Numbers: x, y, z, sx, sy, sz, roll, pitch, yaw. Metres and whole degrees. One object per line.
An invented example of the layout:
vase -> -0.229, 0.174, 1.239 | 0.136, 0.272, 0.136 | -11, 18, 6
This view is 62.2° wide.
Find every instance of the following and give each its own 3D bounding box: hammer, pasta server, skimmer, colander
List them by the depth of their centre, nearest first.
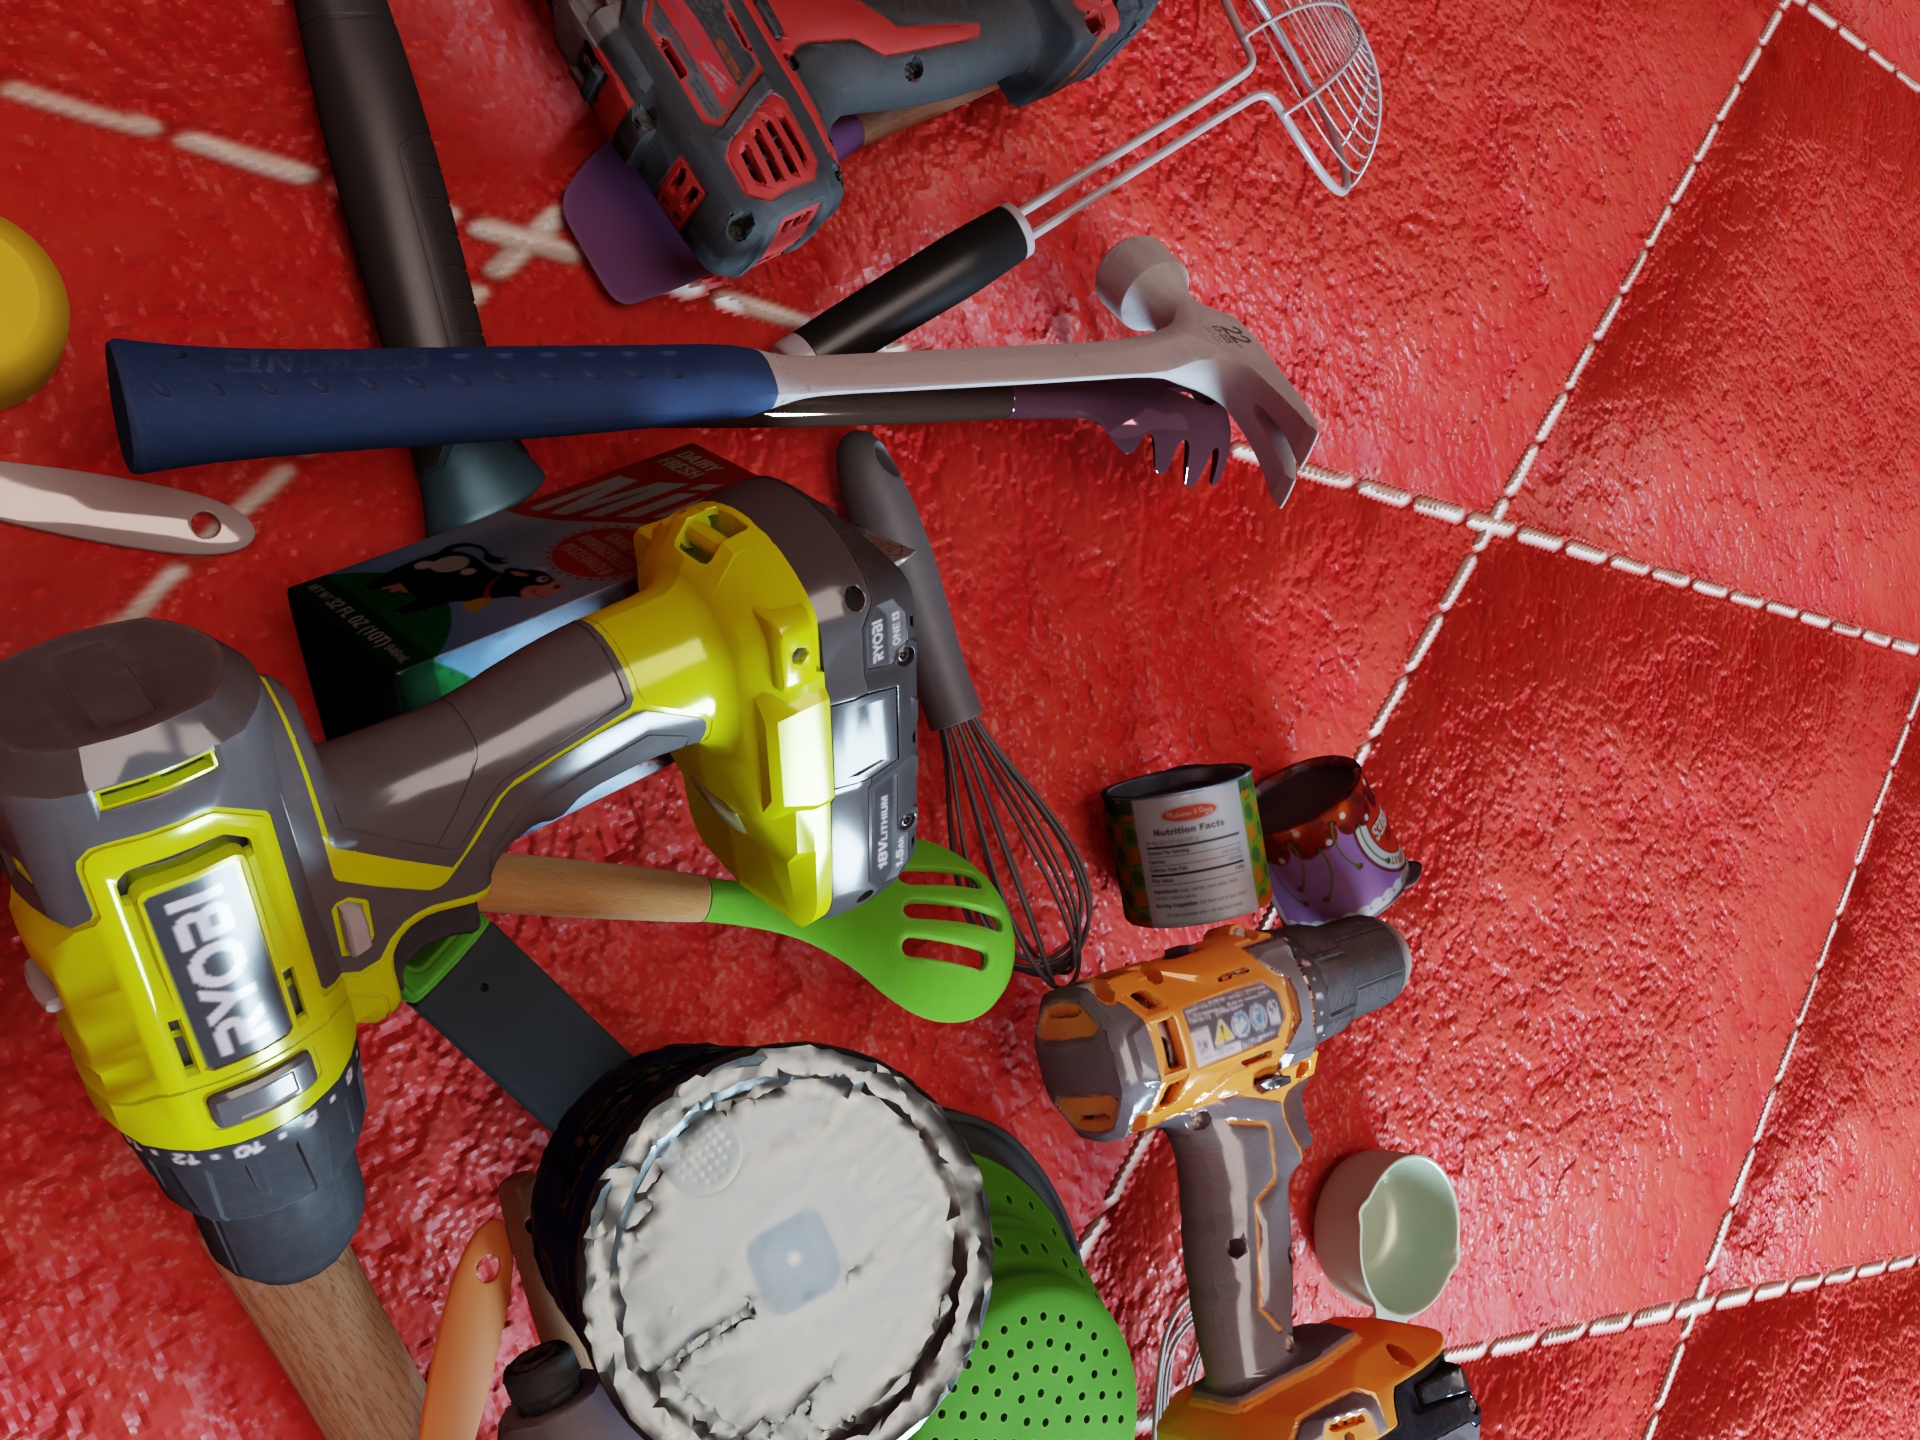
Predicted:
hammer -> -0.195, -0.222, 0.509 | 0.128, 0.033, 0.331 | -19, 98, -37
hammer -> -0.148, 0.288, 0.514 | 0.130, 0.031, 0.331 | -31, 105, -33
hammer -> -0.054, -0.112, 0.531 | 0.405, 0.035, 0.144 | -11, 49, -31
colander -> -0.051, 0.193, 0.552 | 0.396, 0.094, 0.204 | 51, 61, -23
pasta server -> -0.008, -0.120, 0.626 | 0.316, 0.040, 0.060 | -9, 52, -35
skimmer -> 0.056, -0.232, 0.699 | 0.363, 0.090, 0.127 | -37, 102, -21

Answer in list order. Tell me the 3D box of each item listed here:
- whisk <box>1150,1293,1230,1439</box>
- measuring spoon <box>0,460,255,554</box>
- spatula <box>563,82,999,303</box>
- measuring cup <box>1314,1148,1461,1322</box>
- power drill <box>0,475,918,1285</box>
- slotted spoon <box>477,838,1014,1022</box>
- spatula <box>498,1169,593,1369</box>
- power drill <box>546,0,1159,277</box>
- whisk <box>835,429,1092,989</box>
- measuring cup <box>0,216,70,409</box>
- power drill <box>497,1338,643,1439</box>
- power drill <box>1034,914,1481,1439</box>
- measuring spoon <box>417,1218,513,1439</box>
whisk -> 0.086, 0.361, 0.676 | 0.059, 0.057, 0.246 | 20, 77, 2
measuring spoon -> -0.266, -0.066, 0.456 | 0.124, 0.018, 0.034 | 8, 82, -37
spatula -> -0.027, -0.250, 0.645 | 0.316, 0.018, 0.059 | -36, 105, -31
measuring cup -> 0.189, 0.287, 0.762 | 0.083, 0.038, 0.168 | 31, 71, -31
power drill -> -0.123, 0.040, 0.435 | 0.228, 0.080, 0.190 | -26, 132, -32
slotted spoon -> -0.109, 0.059, 0.525 | 0.313, 0.031, 0.070 | 9, 60, -30
spatula -> -0.089, 0.293, 0.510 | 0.082, 0.044, 0.317 | -21, 98, -29
power drill -> -0.053, -0.286, 0.585 | 0.227, 0.080, 0.188 | -35, 97, -27
whisk -> 0.000, -0.003, 0.635 | 0.055, 0.055, 0.239 | -25, 97, -35
measuring cup -> -0.314, -0.137, 0.416 | 0.156, 0.029, 0.062 | 32, 69, -34
power drill -> -0.157, 0.273, 0.413 | 0.219, 0.078, 0.143 | -22, 94, -39
power drill -> 0.137, 0.194, 0.651 | 0.185, 0.084, 0.226 | -11, 83, -35
measuring spoon -> -0.154, 0.213, 0.487 | 0.021, 0.011, 0.117 | 20, 72, -36
